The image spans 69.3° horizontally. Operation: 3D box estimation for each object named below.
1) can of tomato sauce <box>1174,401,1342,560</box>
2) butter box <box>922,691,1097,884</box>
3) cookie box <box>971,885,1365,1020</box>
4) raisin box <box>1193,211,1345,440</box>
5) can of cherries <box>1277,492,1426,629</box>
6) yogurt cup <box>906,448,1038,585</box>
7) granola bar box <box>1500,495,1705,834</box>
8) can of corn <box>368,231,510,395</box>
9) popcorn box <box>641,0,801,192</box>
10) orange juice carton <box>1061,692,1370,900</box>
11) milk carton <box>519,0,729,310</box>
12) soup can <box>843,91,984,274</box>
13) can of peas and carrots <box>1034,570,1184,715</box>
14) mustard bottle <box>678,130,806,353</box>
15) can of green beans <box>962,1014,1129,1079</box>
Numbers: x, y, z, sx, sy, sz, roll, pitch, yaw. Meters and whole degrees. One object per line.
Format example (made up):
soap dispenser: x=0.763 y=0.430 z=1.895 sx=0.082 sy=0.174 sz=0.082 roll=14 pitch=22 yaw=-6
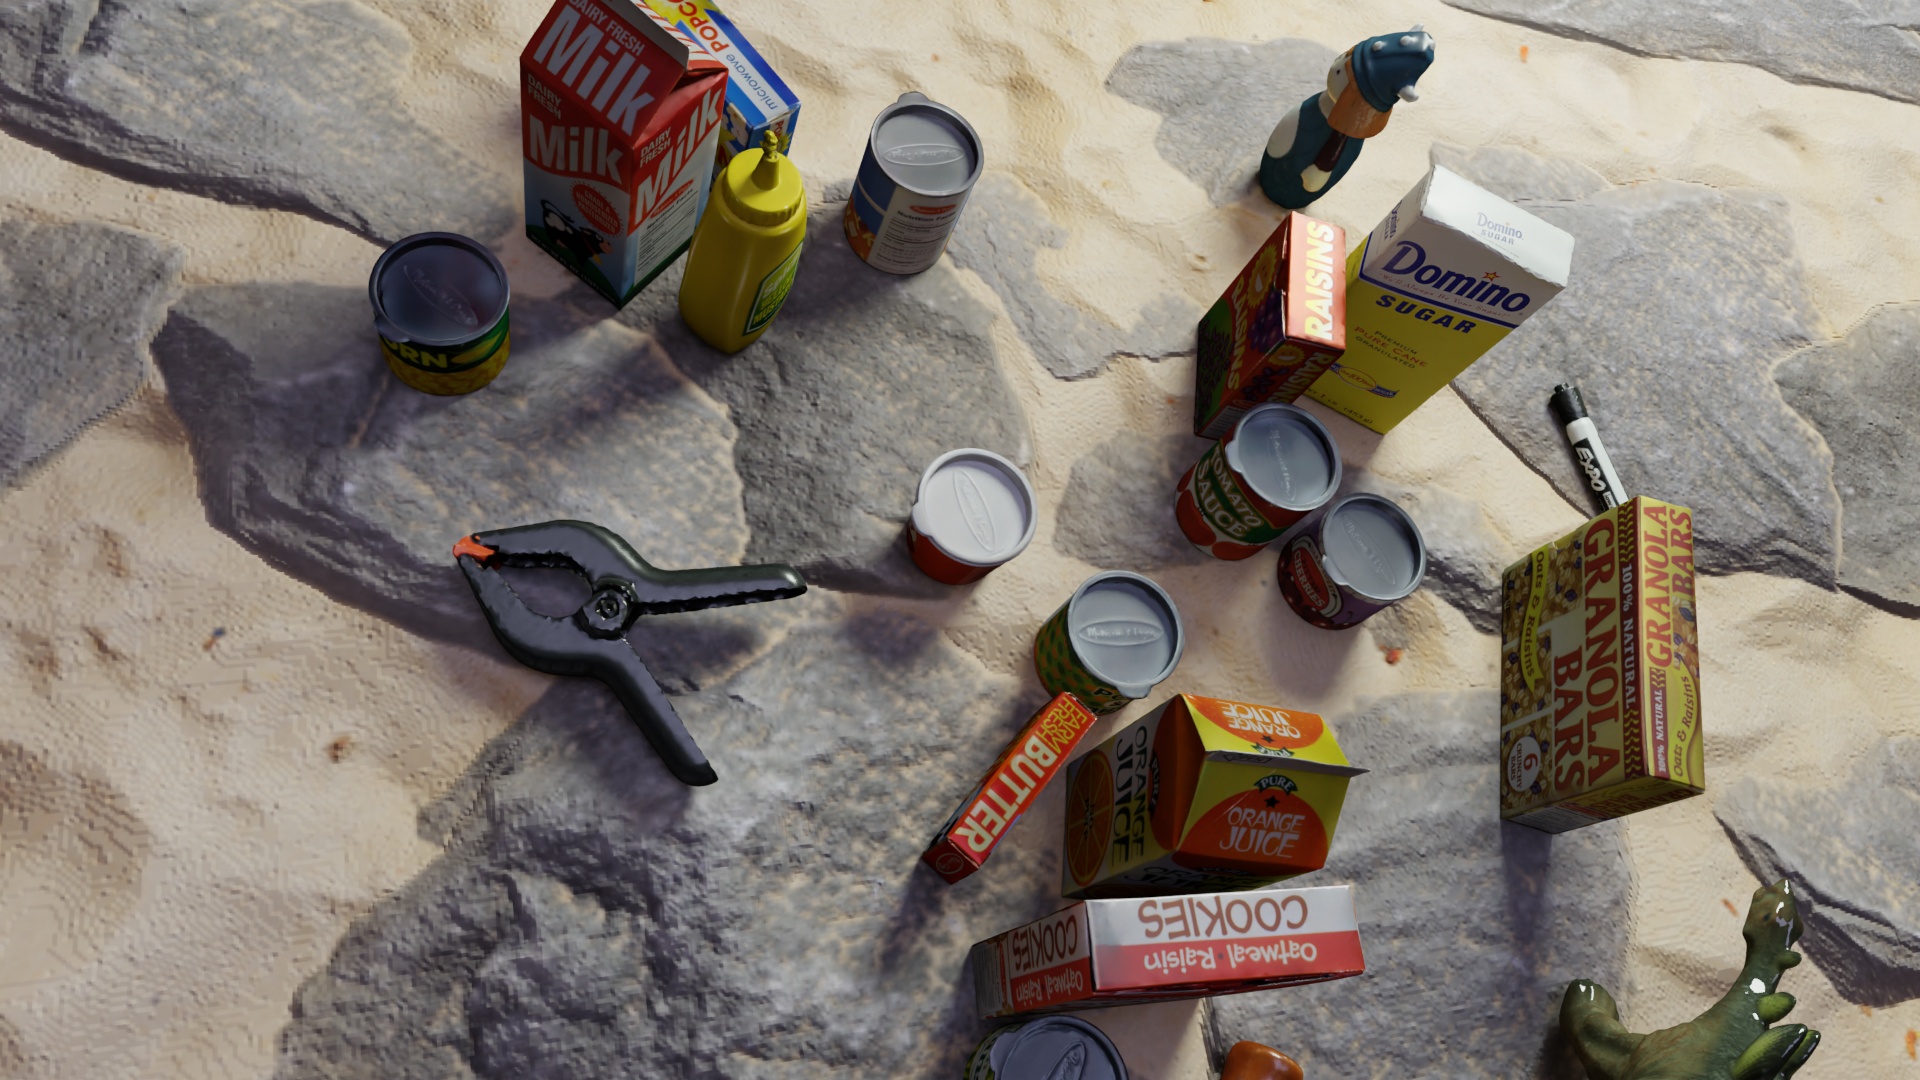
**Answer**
can of tomato sauce: x=0.168 y=-0.032 z=0.801 sx=0.071 sy=0.082 sz=0.071 roll=6 pitch=67 yaw=-14
butter box: x=0.025 y=0.126 z=0.709 sx=0.024 sy=0.053 sz=0.104 roll=41 pitch=63 yaw=2
cookie box: x=0.087 y=0.192 z=0.637 sx=0.123 sy=0.166 sz=0.040 roll=1 pitch=69 yaw=-17
raisin box: x=0.181 y=-0.122 z=0.820 sx=0.040 sy=0.123 sz=0.086 roll=13 pitch=65 yaw=-11
can of cherries: x=0.226 y=0.014 z=0.814 sx=0.071 sy=0.058 sz=0.072 roll=6 pitch=67 yaw=-14
yogurt cup: x=0.003 y=-0.010 z=0.759 sx=0.072 sy=0.053 sz=0.072 roll=6 pitch=67 yaw=-14
granola bar box: x=0.361 y=0.073 z=0.793 sx=0.039 sy=0.123 sz=0.166 roll=16 pitch=65 yaw=-10
can of corn: x=-0.269 y=-0.114 z=0.718 sx=0.071 sy=0.058 sz=0.071 roll=6 pitch=67 yaw=-14
popcorn box: x=-0.150 y=-0.262 z=0.800 sx=0.038 sy=0.085 sz=0.127 roll=-37 pitch=82 yaw=-26
orange juice carton: x=0.114 y=0.125 z=0.658 sx=0.072 sy=0.192 sz=0.073 roll=10 pitch=66 yaw=-13
milk carton: x=-0.174 y=-0.209 z=0.712 sx=0.072 sy=0.189 sz=0.074 roll=39 pitch=63 yaw=1
soup can: x=-0.030 y=-0.208 z=0.815 sx=0.071 sy=0.083 sz=0.071 roll=6 pitch=67 yaw=-14
can of peas and carrots: x=0.080 y=0.059 z=0.751 sx=0.071 sy=0.058 sz=0.071 roll=6 pitch=67 yaw=-14
mustard bottle: x=-0.110 y=-0.159 z=0.727 sx=0.049 sy=0.159 sz=0.065 roll=36 pitch=63 yaw=0
can of green beans: x=0.039 y=0.260 z=0.655 sx=0.071 sy=0.057 sz=0.071 roll=6 pitch=67 yaw=-14
